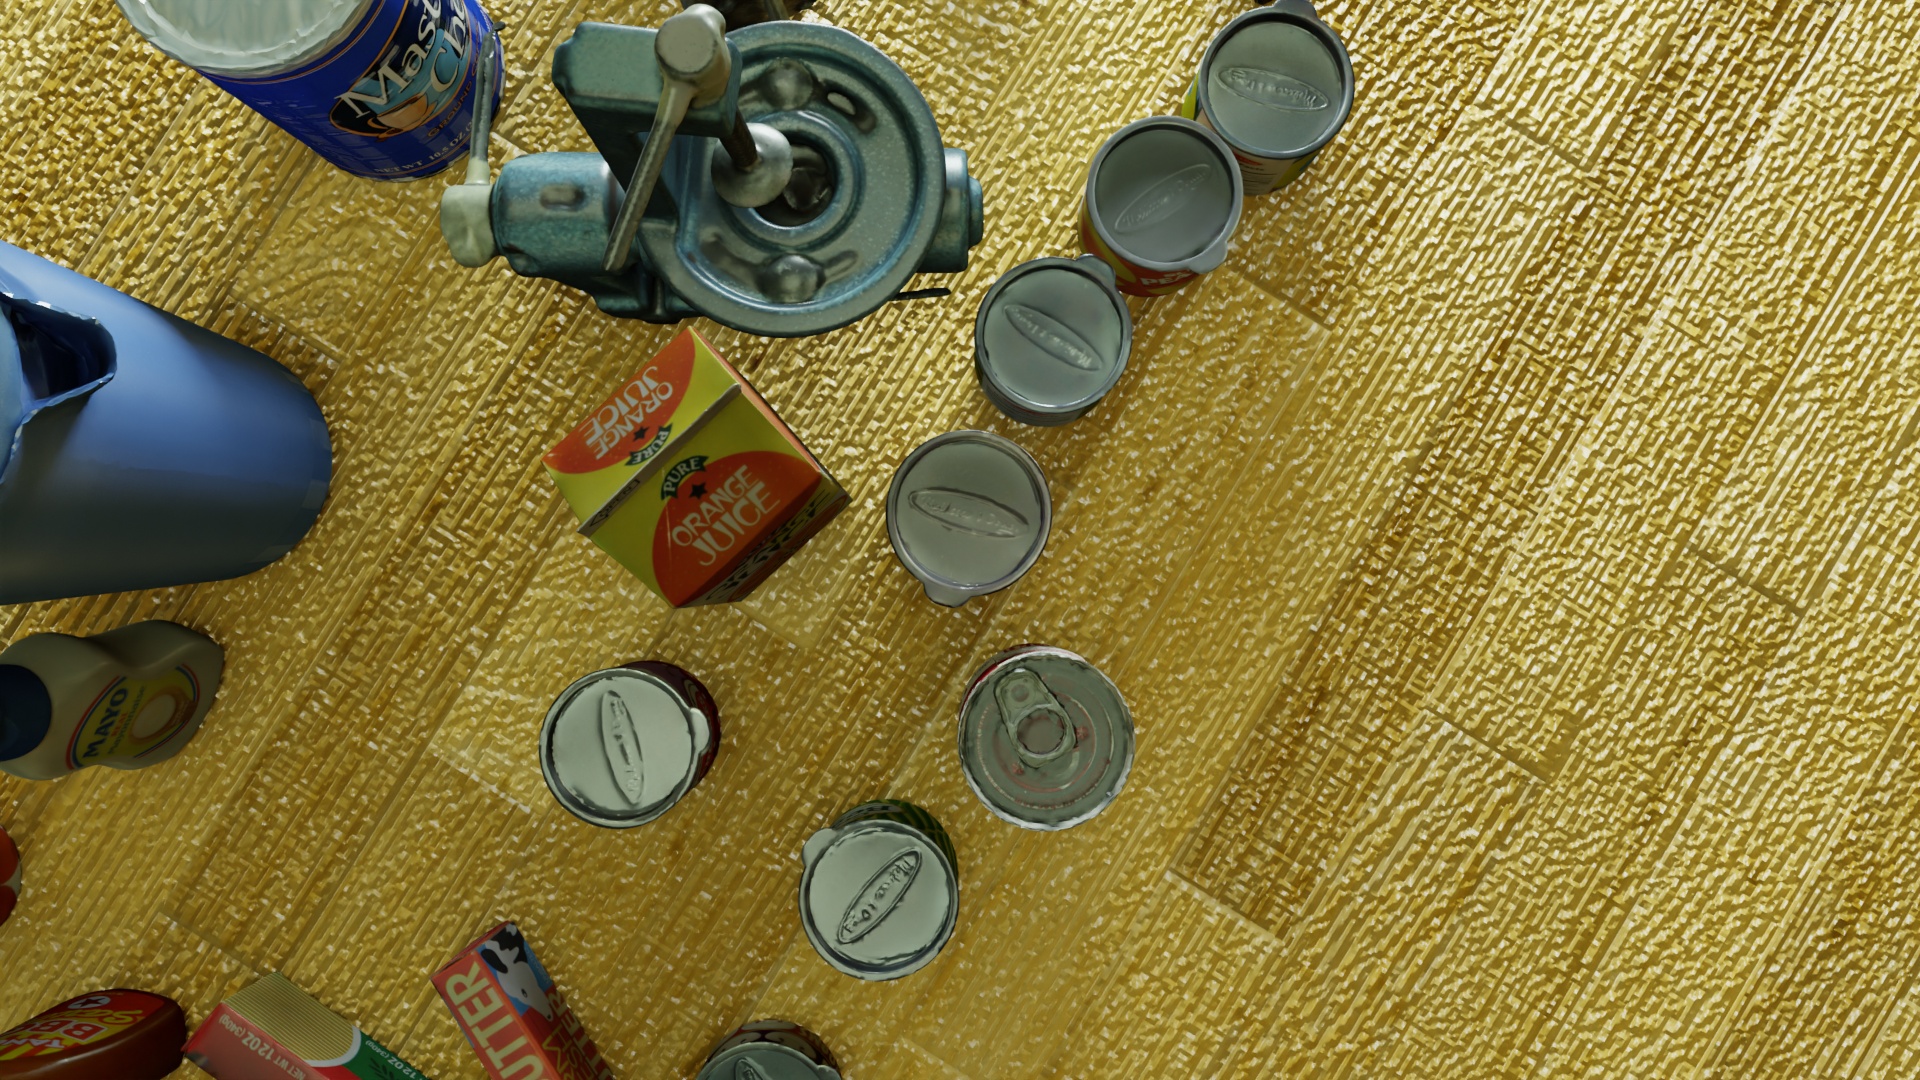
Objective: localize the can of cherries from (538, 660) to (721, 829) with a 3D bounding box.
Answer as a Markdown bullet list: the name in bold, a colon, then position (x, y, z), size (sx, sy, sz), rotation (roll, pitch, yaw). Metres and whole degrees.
- **can of cherries**: position (-0.137, 0.086, 0.597), size (0.071, 0.058, 0.071), rotation (0, 88, 0)

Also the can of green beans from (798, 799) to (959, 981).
- **can of green beans**: position (-0.033, 0.148, 0.596), size (0.071, 0.058, 0.071), rotation (0, 88, 0)

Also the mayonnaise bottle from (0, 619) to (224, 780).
- **mayonnaise bottle**: position (-0.354, 0.065, 0.552), size (0.041, 0.148, 0.065), rotation (25, 88, 1)

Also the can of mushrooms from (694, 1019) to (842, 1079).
- **can of mushrooms**: position (-0.082, 0.245, 0.604), size (0.071, 0.033, 0.071), rotation (0, 88, 0)

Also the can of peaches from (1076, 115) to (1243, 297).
- **can of peaches**: position (0.087, -0.142, 0.608), size (0.071, 0.058, 0.071), rotation (0, 88, 0)

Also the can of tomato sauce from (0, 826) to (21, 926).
- **can of tomato sauce**: position (-0.450, 0.150, 0.580), size (0.071, 0.083, 0.071), rotation (0, 88, 0)

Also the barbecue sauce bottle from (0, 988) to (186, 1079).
- **barbecue sauce bottle**: position (-0.373, 0.219, 0.545), size (0.065, 0.148, 0.043), rotation (-2, 88, 0)

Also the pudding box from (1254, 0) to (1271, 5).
- **pudding box**: position (0.133, -0.290, 0.619), size (0.030, 0.049, 0.083), rotation (-24, 88, -1)

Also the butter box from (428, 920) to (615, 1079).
- **butter box**: position (-0.182, 0.217, 0.594), size (0.024, 0.053, 0.103), rotation (-33, 88, -1)

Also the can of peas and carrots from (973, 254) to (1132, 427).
- **can of peas and carrots**: position (0.040, -0.087, 0.606), size (0.071, 0.058, 0.071), rotation (0, 88, 0)

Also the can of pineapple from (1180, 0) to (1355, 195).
- **can of pineapple**: position (0.134, -0.193, 0.611), size (0.071, 0.058, 0.071), rotation (0, 88, 0)

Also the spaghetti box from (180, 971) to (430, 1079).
- **spaghetti box**: position (-0.212, 0.272, 0.593), size (0.250, 0.050, 0.028), rotation (35, 88, 1)

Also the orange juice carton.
- **orange juice carton**: position (-0.097, -0.024, 0.535), size (0.072, 0.192, 0.073), rotation (-42, 89, -1)

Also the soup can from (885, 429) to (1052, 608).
- **soup can**: position (0.002, -0.007, 0.589), size (0.071, 0.084, 0.071), rotation (0, 88, 0)
